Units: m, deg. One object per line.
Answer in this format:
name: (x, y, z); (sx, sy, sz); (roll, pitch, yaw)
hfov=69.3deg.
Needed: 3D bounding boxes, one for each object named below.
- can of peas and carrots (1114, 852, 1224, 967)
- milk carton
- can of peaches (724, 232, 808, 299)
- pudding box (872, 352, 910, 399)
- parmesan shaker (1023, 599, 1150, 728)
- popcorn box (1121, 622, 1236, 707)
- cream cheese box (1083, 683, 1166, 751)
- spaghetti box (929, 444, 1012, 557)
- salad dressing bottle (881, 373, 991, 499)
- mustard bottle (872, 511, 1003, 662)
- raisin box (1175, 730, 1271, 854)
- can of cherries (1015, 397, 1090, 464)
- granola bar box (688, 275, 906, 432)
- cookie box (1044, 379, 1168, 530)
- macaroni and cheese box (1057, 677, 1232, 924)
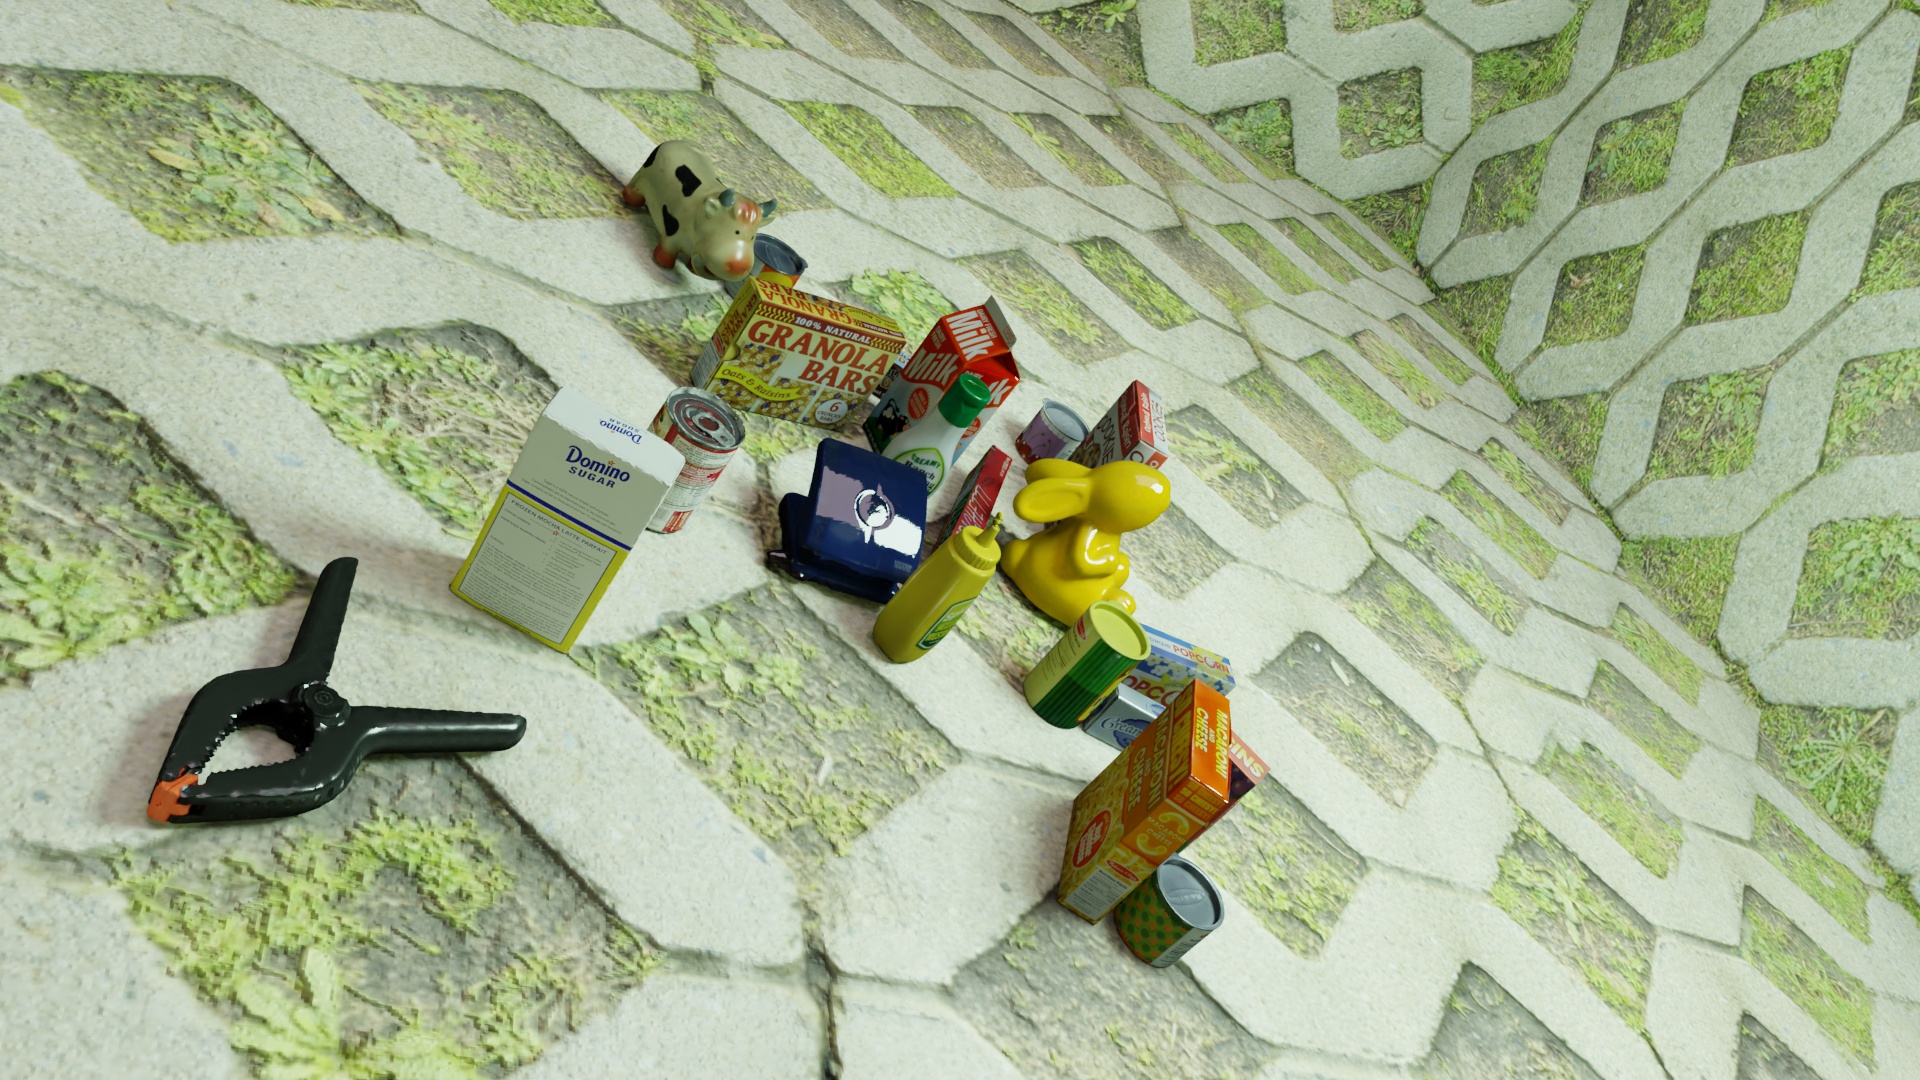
can of peas and carrots: (0.162, 0.290, 1.092); (0.071, 0.058, 0.071); (27, 32, -19)
milk carton: (-0.010, -0.149, 1.360); (0.073, 0.189, 0.072); (11, 40, -39)
can of peaches: (-0.203, -0.277, 1.454); (0.071, 0.057, 0.071); (27, 32, -19)
pudding box: (-0.075, -0.176, 1.464); (0.083, 0.049, 0.030); (34, 31, -9)
parmesan shaker: (0.111, 0.110, 1.232); (0.071, 0.102, 0.072); (28, 32, -19)
popcorn box: (0.182, 0.129, 1.299); (0.127, 0.085, 0.038); (23, 34, -26)
cream cheese box: (0.168, 0.172, 1.259); (0.104, 0.053, 0.024); (29, 32, -16)
spaghetti box: (0.005, -0.017, 1.338); (0.028, 0.050, 0.251); (35, 31, -7)
salad dressing bottle: (-0.026, -0.093, 1.310); (0.064, 0.147, 0.044); (27, 32, -20)
mustard bottle: (-0.010, 0.035, 1.145); (0.049, 0.159, 0.065); (49, 32, 16)
raisin box: (0.186, 0.203, 1.168); (0.086, 0.123, 0.040); (46, 31, 12)
can of cherries: (0.103, -0.116, 1.567); (0.071, 0.058, 0.072); (27, 32, -19)
granola bar box: (-0.151, -0.170, 1.303); (0.166, 0.123, 0.039); (10, 41, -39)
cookie box: (0.148, -0.071, 1.449); (0.040, 0.166, 0.123); (29, 32, -16)
macaroni and cheese box: (0.145, 0.203, 1.083); (0.040, 0.165, 0.124); (34, 31, -9)
